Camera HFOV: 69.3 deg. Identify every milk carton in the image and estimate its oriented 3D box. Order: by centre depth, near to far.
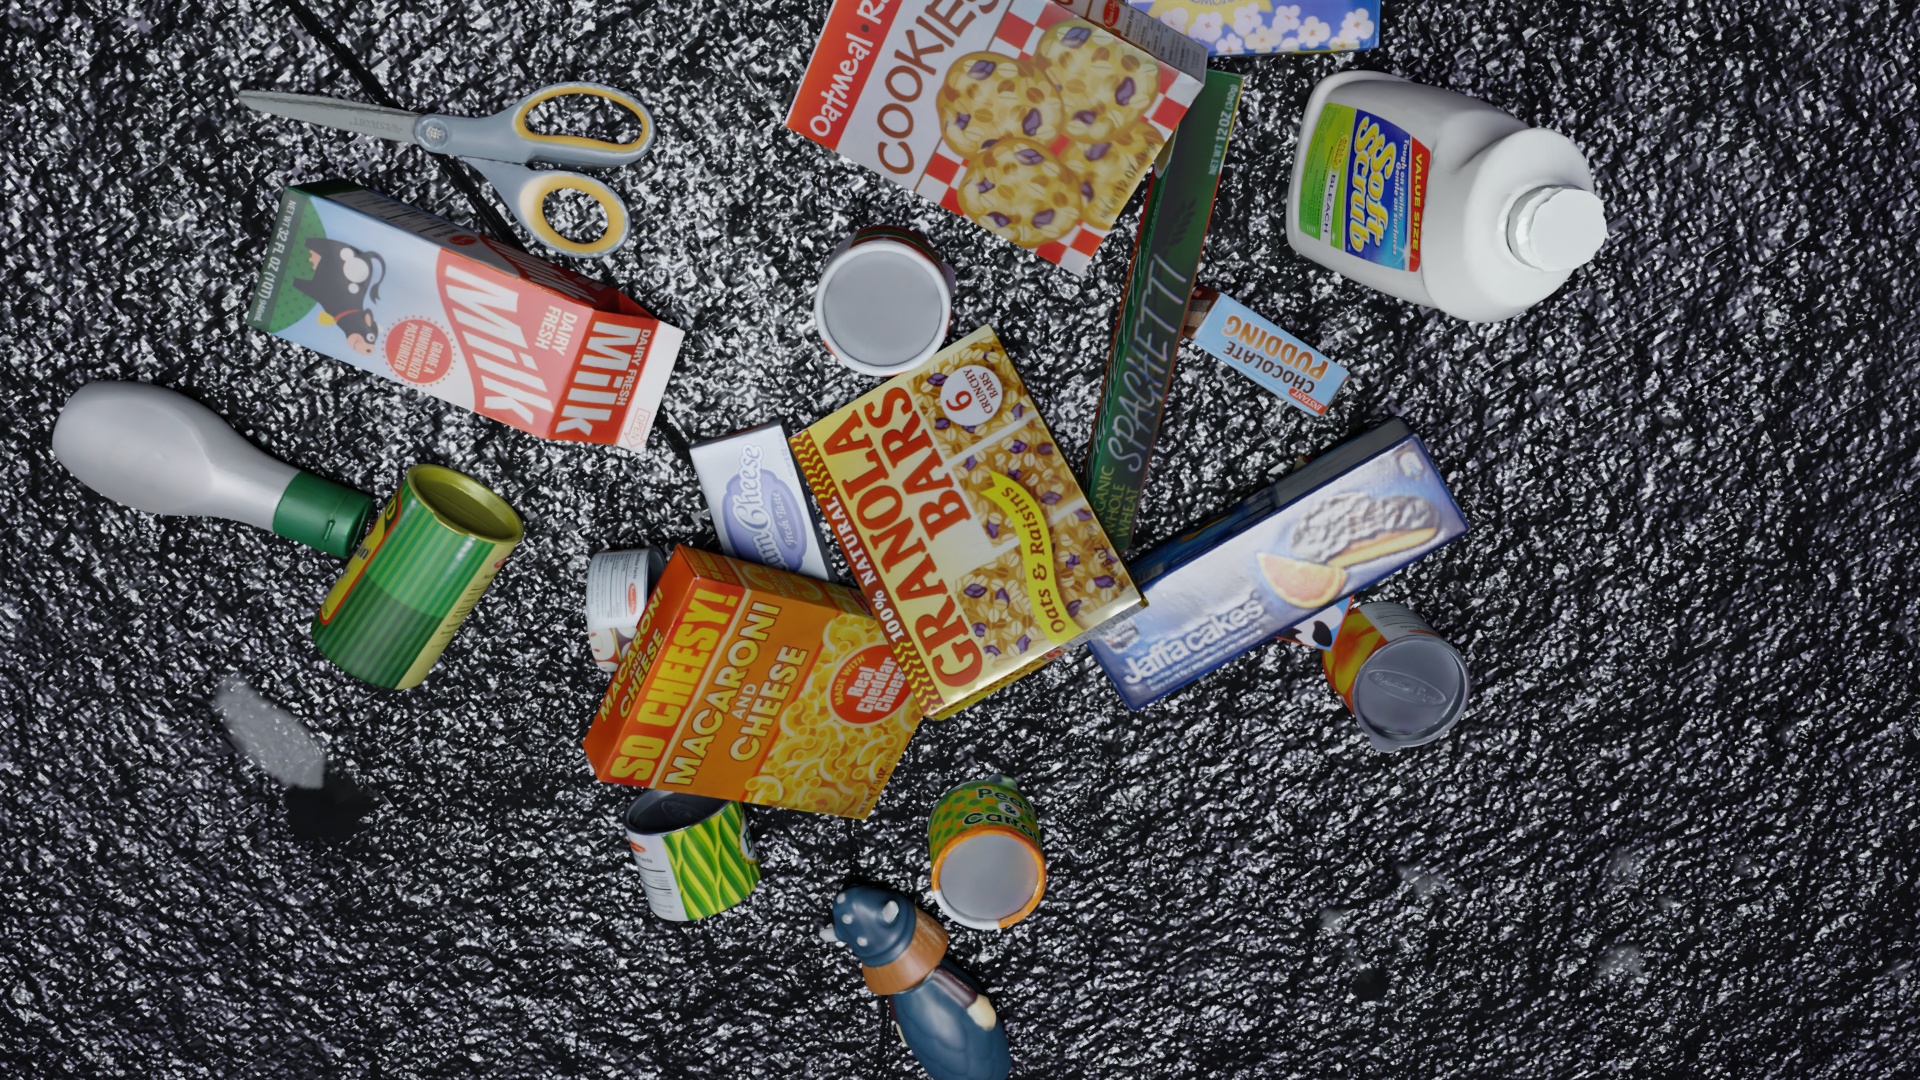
[{"bbox_3d":[-0.239,-0.109,0.694,0.191,0.073,0.072,21,105,-9],"label":"milk carton"}]

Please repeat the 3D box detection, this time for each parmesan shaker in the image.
[{"bbox_3d":[-0.287,0.020,0.731,0.071,0.071,0.103,35,102,-12],"label":"parmesan shaker"}]

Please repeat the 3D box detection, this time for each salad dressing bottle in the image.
[{"bbox_3d":[-0.387,-0.034,0.726,0.148,0.044,0.064,23,103,-11],"label":"salad dressing bottle"}]

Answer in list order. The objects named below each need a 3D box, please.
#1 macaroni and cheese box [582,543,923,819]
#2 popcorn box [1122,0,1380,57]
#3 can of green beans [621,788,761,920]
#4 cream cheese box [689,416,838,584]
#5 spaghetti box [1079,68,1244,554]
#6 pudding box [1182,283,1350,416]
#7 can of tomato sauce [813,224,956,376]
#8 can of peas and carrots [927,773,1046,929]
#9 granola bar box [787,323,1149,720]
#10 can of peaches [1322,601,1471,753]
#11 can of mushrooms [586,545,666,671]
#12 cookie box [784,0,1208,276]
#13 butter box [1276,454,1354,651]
[{"bbox_3d":[-0.098,0.080,0.741,0.166,0.040,0.123,17,107,-36],"label":"macaroni and cheese box"},{"bbox_3d":[0.138,-0.281,0.680,0.127,0.038,0.085,-3,106,-2],"label":"popcorn box"},{"bbox_3d":[-0.151,0.173,0.788,0.071,0.071,0.057,-12,108,1],"label":"can of green beans"},{"bbox_3d":[-0.106,-0.011,0.757,0.053,0.024,0.103,-15,107,3],"label":"cream cheese box"},{"bbox_3d":[0.099,-0.117,0.722,0.029,0.050,0.249,11,106,-4],"label":"spaghetti box"},{"bbox_3d":[0.157,-0.100,0.730,0.084,0.050,0.030,29,102,-11],"label":"pudding box"},{"bbox_3d":[-0.036,-0.121,0.696,0.071,0.083,0.071,-1,107,-2],"label":"can of tomato sauce"},{"bbox_3d":[0.016,0.179,0.802,0.071,0.059,0.070,-1,107,-3],"label":"can of peas and carrots"},{"bbox_3d":[0.003,-0.009,0.714,0.124,0.039,0.166,-29,73,6],"label":"granola bar box"},{"bbox_3d":[0.243,0.076,0.783,0.071,0.058,0.071,-1,108,-3],"label":"can of peaches"},{"bbox_3d":[-0.177,0.038,0.747,0.033,0.071,0.070,-5,107,-2],"label":"can of mushrooms"},{"bbox_3d":[0.014,-0.217,0.665,0.167,0.040,0.122,25,135,-10],"label":"cookie box"},{"bbox_3d":[0.199,0.008,0.778,0.053,0.024,0.103,15,105,-6],"label":"butter box"}]
